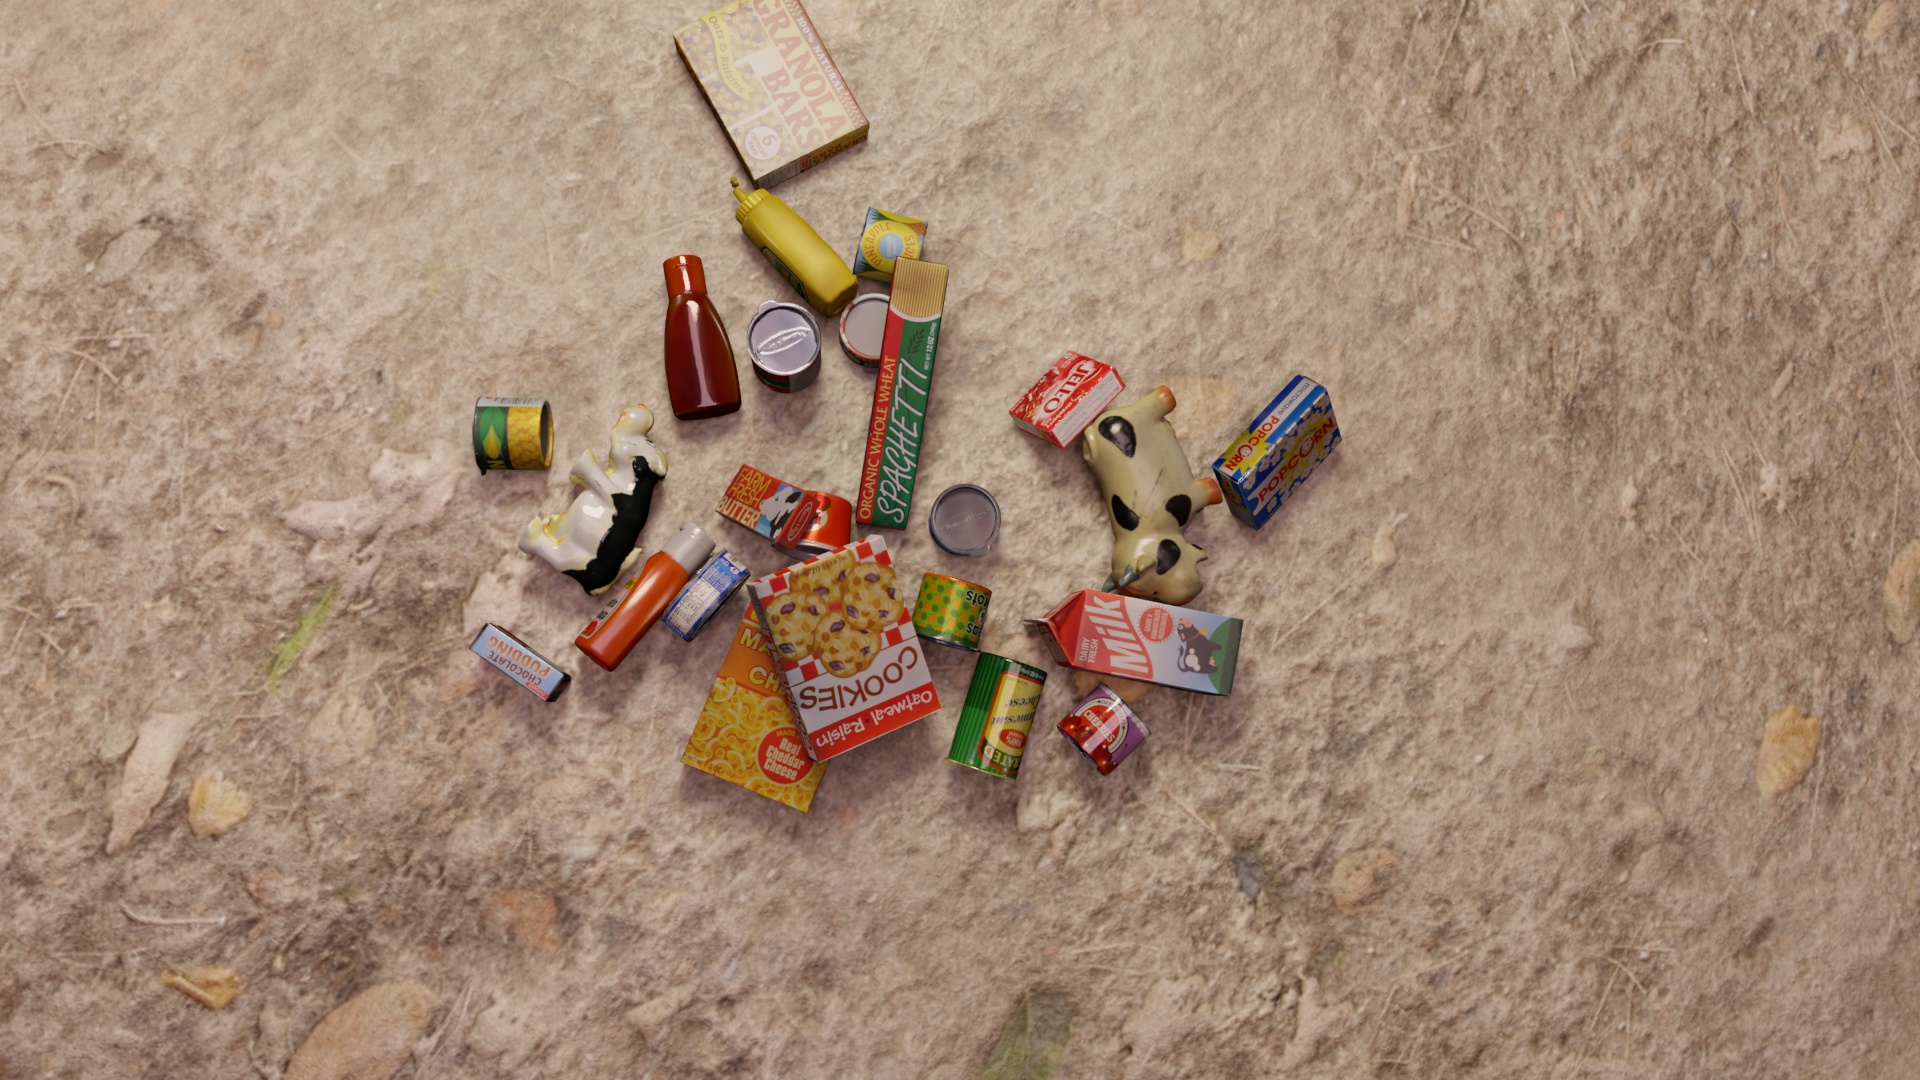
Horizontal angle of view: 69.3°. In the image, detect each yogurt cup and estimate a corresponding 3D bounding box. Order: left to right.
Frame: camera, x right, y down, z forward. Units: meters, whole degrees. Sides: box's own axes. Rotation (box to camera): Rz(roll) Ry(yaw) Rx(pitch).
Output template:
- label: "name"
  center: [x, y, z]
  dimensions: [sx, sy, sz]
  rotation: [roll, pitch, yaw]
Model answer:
- label: "yogurt cup"
  center: [-0.130, -0.012, 1.267]
  dimensions: [0.072, 0.072, 0.054]
  rotation: [11, 75, -4]

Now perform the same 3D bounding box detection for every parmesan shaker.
- label: "parmesan shaker"
  center: [0.032, 0.158, 1.259]
  dimensions: [0.071, 0.071, 0.103]
  rotation: [18, 83, -3]

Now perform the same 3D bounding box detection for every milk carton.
- label: "milk carton"
  center: [0.154, 0.091, 1.278]
  dimensions: [0.191, 0.072, 0.073]
  rotation: [11, 83, -4]

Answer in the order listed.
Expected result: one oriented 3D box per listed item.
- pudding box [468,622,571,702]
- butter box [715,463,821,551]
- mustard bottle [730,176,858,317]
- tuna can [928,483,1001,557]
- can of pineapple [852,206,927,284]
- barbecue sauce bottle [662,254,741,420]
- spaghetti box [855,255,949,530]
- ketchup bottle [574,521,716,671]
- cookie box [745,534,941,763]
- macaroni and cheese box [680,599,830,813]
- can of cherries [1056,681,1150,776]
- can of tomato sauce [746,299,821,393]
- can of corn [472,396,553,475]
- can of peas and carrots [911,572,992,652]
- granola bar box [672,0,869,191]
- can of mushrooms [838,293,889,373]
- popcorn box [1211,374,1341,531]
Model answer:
- label: "pudding box"
  center: [-0.390, 0.108, 1.234]
  dimensions: [0.084, 0.049, 0.030]
  rotation: [35, 80, -2]
- label: "butter box"
  center: [-0.175, -0.031, 1.251]
  dimensions: [0.024, 0.103, 0.053]
  rotation: [38, 80, -44]
- label: "mustard bottle"
  center: [-0.163, -0.279, 1.296]
  dimensions: [0.049, 0.065, 0.160]
  rotation: [-43, 83, -10]
- label: "tuna can"
  center: [0.005, -0.016, 1.295]
  dimensions: [0.071, 0.033, 0.071]
  rotation: [1, 84, -5]
- label: "can of pineapple"
  center: [-0.066, -0.273, 1.300]
  dimensions: [0.058, 0.071, 0.071]
  rotation: [14, 83, -4]
- label: "barbecue sauce bottle"
  center: [-0.245, -0.189, 1.286]
  dimensions: [0.065, 0.043, 0.148]
  rotation: [-10, 84, -7]
- label: "spaghetti box"
  center: [-0.054, -0.133, 1.275]
  dimensions: [0.050, 0.029, 0.249]
  rotation: [9, 98, -6]
- label: "ketchup bottle"
  center: [-0.281, 0.049, 1.248]
  dimensions: [0.043, 0.064, 0.149]
  rotation: [44, 72, -14]
- label: "cookie box"
  center: [-0.102, 0.094, 1.220]
  dimensions: [0.123, 0.040, 0.167]
  rotation: [-21, 98, -20]
- label: "macaroni and cheese box"
  center: [-0.162, 0.145, 1.257]
  dimensions: [0.124, 0.040, 0.166]
  rotation: [23, 82, -4]
- label: "can of cherries"
  center: [0.130, 0.172, 1.267]
  dimensions: [0.058, 0.071, 0.071]
  rotation: [-42, 89, -8]
- label: "can of tomato sauce"
  center: [-0.162, -0.176, 1.272]
  dimensions: [0.071, 0.083, 0.071]
  rotation: [1, 84, -5]
- label: "can of corn"
  center: [-0.401, -0.093, 1.248]
  dimensions: [0.058, 0.071, 0.071]
  rotation: [0, 84, -6]
- label: "can of peas and carrots"
  center: [-0.007, 0.066, 1.267]
  dimensions: [0.071, 0.071, 0.059]
  rotation: [16, 82, -4]
- label: "granola bar box"
  center: [-0.180, -0.433, 1.322]
  dimensions: [0.124, 0.039, 0.165]
  rotation: [-29, 87, -8]
- label: "can of mushrooms"
  center: [-0.081, -0.195, 1.307]
  dimensions: [0.071, 0.033, 0.071]
  rotation: [1, 83, -6]
- label: "popcorn box"
  center: [0.298, -0.083, 1.304]
  dimensions: [0.127, 0.085, 0.038]
  rotation: [-46, 52, -8]
